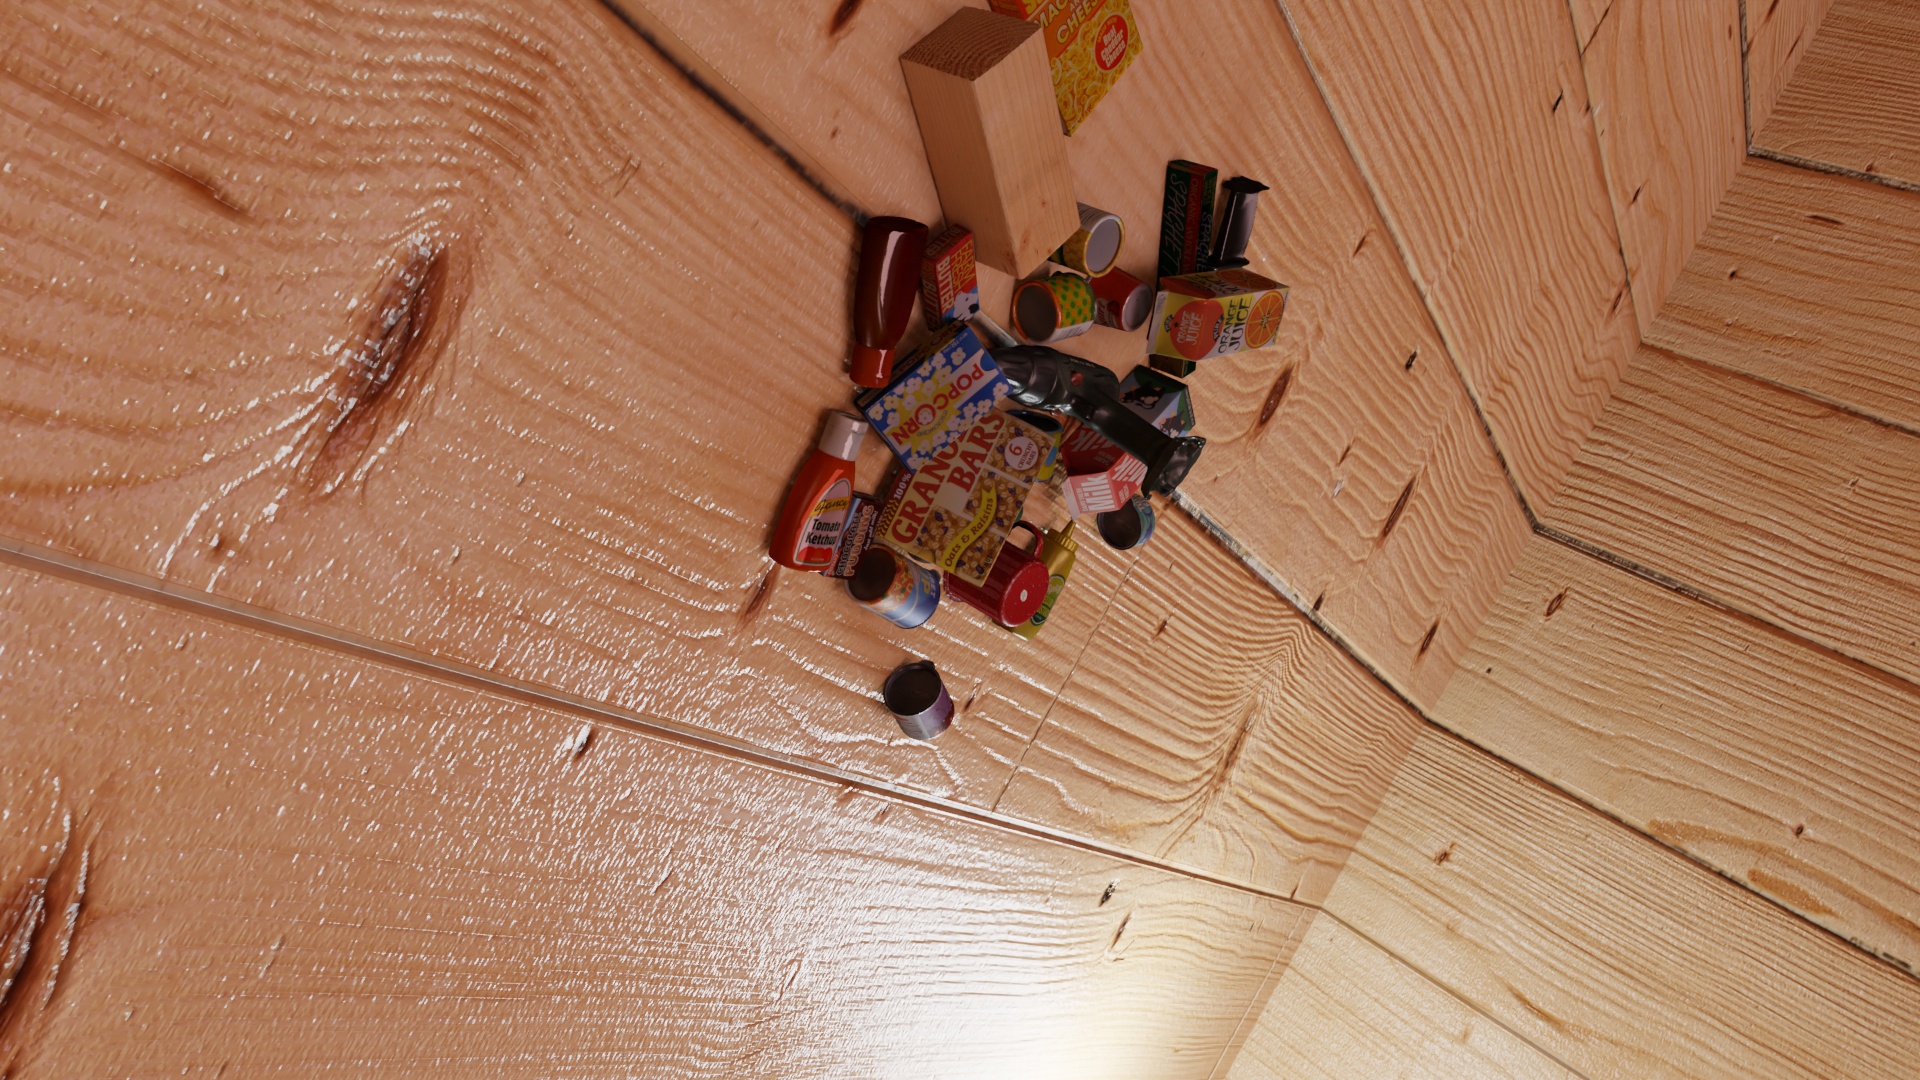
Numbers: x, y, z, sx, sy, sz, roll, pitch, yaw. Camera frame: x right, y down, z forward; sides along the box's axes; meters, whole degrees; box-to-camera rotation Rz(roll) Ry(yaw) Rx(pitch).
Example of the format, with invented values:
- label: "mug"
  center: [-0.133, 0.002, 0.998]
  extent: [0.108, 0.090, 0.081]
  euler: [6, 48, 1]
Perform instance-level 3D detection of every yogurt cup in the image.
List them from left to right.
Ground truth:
- label: "yogurt cup"
  center: [0.169, -0.258, 1.491]
  extent: [0.073, 0.054, 0.072]
  euler: [-32, 136, -36]

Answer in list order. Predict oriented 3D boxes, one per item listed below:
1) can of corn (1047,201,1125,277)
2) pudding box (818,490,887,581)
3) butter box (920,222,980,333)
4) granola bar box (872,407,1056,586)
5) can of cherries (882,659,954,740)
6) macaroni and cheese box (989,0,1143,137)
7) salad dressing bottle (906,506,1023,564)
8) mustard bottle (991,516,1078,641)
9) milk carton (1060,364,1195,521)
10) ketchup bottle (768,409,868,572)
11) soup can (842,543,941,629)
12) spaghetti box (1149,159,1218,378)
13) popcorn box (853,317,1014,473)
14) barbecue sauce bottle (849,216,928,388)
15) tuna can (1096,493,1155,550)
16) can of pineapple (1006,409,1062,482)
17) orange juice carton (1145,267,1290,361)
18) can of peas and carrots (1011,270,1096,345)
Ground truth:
- label: "can of corn"
  center: [0.124, -0.302, 1.398]
  extent: [0.071, 0.058, 0.070]
  euler: [-30, 135, -36]
- label: "pudding box"
  center: [-0.110, -0.006, 1.336]
  extent: [0.049, 0.030, 0.083]
  euler: [15, 101, -53]
- label: "butter box"
  center: [-0.010, -0.240, 1.289]
  extent: [0.053, 0.024, 0.103]
  euler: [-45, 153, -22]
- label: "granola bar box"
  center: [0.003, -0.055, 1.363]
  extent: [0.165, 0.124, 0.039]
  euler: [-64, 178, 4]
- label: "can of cherries"
  center: [-0.043, 0.174, 1.515]
  extent: [0.072, 0.071, 0.058]
  euler: [-47, 143, -19]
- label: "macaroni and cheese box"
  center: [0.099, -0.473, 1.263]
  extent: [0.124, 0.040, 0.166]
  euler: [-53, 145, -13]
- label: "salad dressing bottle"
  center: [0.005, -0.018, 1.460]
  extent: [0.148, 0.044, 0.064]
  euler: [-21, 128, -43]
- label: "mustard bottle"
  center: [0.096, 0.037, 1.609]
  extent: [0.160, 0.049, 0.065]
  euler: [-60, 147, -1]
- label: "milk carton"
  center: [0.182, -0.107, 1.595]
  extent: [0.191, 0.073, 0.072]
  euler: [-47, 143, -19]
- label: "ketchup bottle"
  center: [-0.126, -0.046, 1.276]
  extent: [0.065, 0.043, 0.148]
  euler: [6, 108, -52]
- label: "soup can"
  center: [-0.067, 0.044, 1.392]
  extent: [0.071, 0.071, 0.083]
  euler: [-59, 145, -3]
- label: "spaghetti box"
  center: [0.250, -0.303, 1.564]
  extent: [0.029, 0.050, 0.248]
  euler: [-31, 135, -37]
- label: "popcorn box"
  center: [-0.025, -0.135, 1.300]
  extent: [0.127, 0.038, 0.085]
  euler: [-40, 123, -3]
- label: "barbecue sauce bottle"
  center: [-0.068, -0.210, 1.234]
  extent: [0.065, 0.044, 0.147]
  euler: [-21, 130, -52]
- label: "tuna can"
  center: [0.202, -0.026, 1.683]
  extent: [0.033, 0.071, 0.070]
  euler: [-18, 127, -46]
- label: "can of pineapple"
  center: [0.069, -0.100, 1.465]
  extent: [0.071, 0.071, 0.057]
  euler: [-16, 125, -45]
- label: "orange juice carton"
  center: [0.271, -0.248, 1.522]
  extent: [0.193, 0.073, 0.071]
  euler: [-16, 127, -41]
- label: "can of peas and carrots"
  center: [0.093, -0.236, 1.402]
  extent: [0.059, 0.071, 0.070]
  euler: [-21, 129, -42]
